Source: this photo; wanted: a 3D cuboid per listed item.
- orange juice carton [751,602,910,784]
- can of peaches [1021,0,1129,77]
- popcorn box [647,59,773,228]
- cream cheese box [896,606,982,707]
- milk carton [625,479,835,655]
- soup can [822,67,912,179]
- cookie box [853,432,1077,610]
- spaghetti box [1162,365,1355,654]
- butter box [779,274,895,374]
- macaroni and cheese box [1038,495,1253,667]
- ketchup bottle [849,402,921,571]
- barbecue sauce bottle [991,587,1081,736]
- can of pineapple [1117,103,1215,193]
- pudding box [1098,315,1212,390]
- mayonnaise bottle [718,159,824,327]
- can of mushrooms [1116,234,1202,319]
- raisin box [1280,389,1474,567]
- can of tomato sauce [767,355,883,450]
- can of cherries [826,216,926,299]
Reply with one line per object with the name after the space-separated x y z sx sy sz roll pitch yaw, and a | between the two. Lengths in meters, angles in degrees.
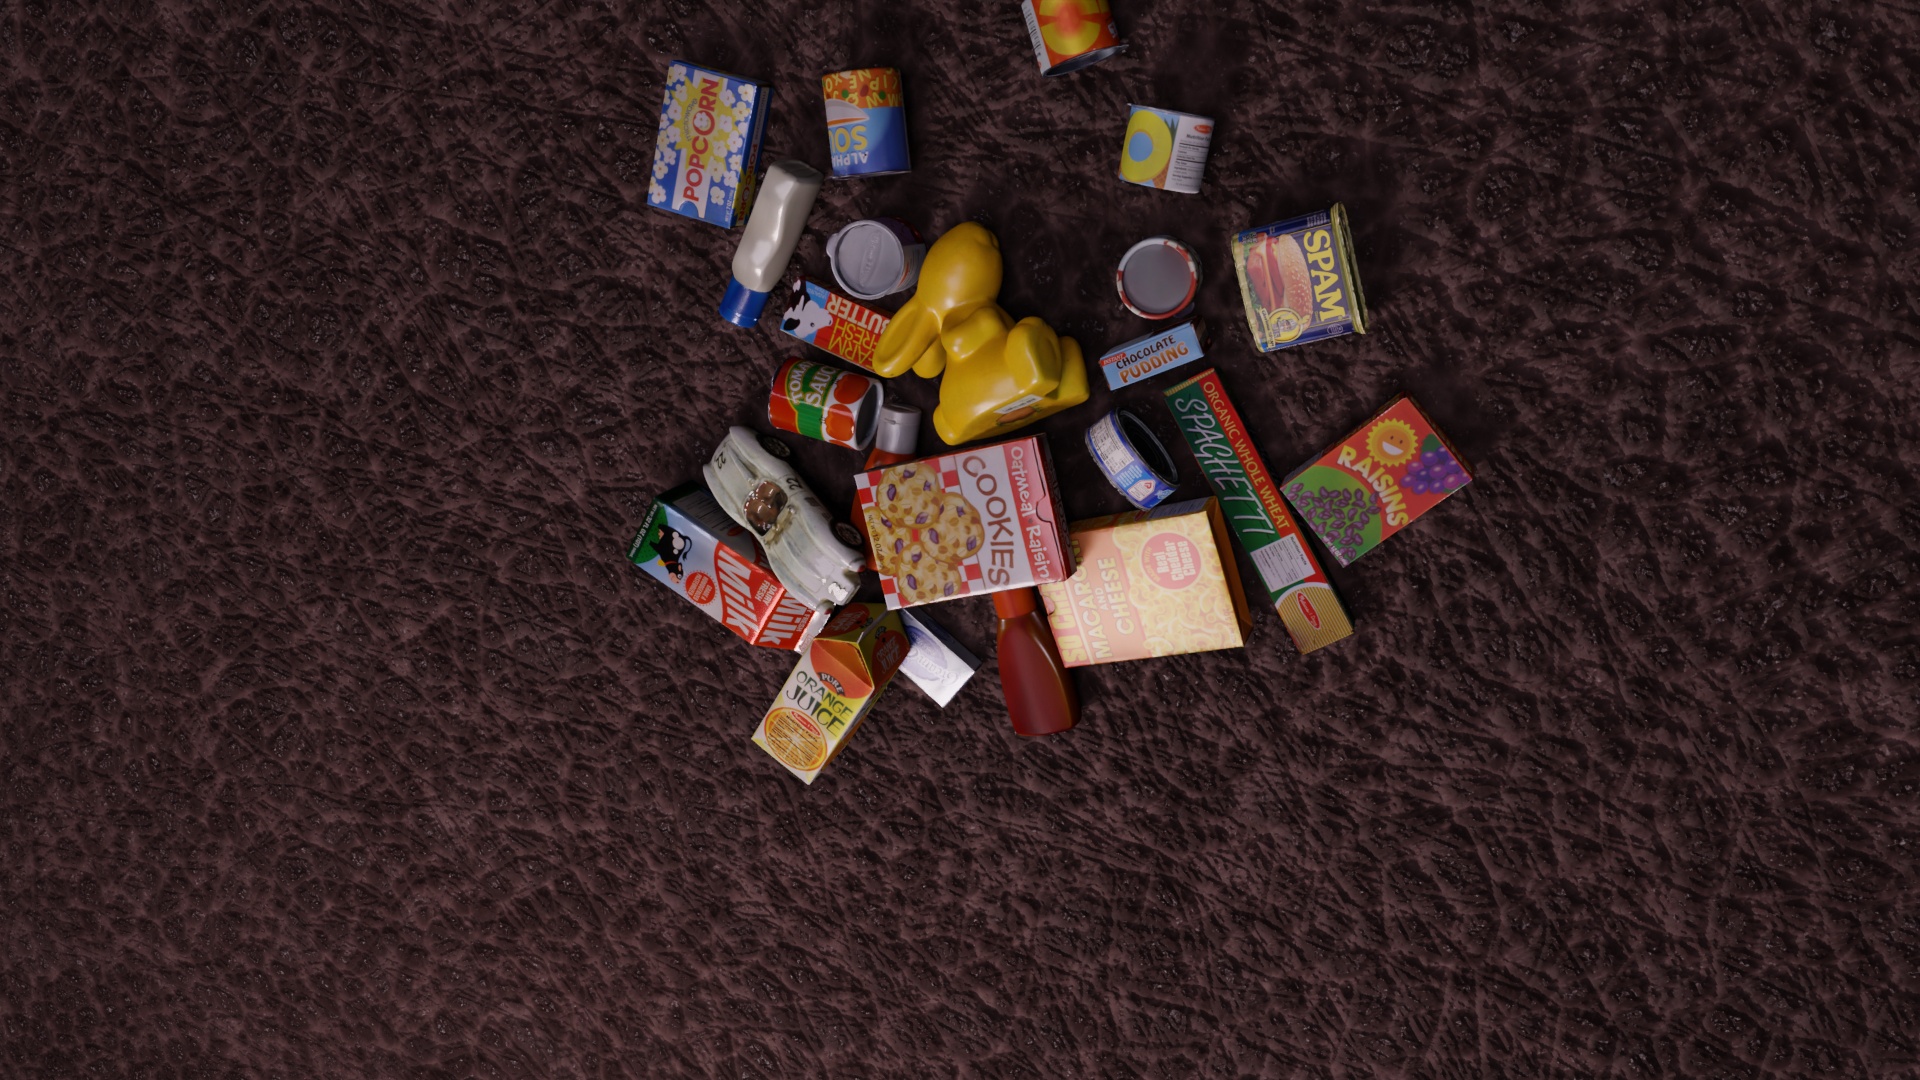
-0.112 0.129 1.271 0.073 0.072 0.191 38 125 6 | orange juice carton
0.089 -0.401 1.080 0.071 0.071 0.058 -15 99 22 | can of peaches
-0.219 -0.346 1.214 0.085 0.038 0.126 19 110 12 | popcorn box
-0.036 0.101 1.283 0.104 0.024 0.053 41 115 5 | cream cheese box
-0.206 0.030 1.295 0.191 0.074 0.072 33 113 7 | milk carton
-0.080 -0.344 1.150 0.071 0.071 0.083 -2 104 19 | soup can
0.004 -0.015 1.176 0.167 0.040 0.122 -10 98 22 | cookie box
0.248 -0.026 1.149 0.050 0.029 0.250 -27 95 23 | spaghetti box
-0.104 -0.191 1.226 0.103 0.024 0.053 25 112 11 | butter box
0.150 0.038 1.179 0.166 0.040 0.123 -10 106 28 | macaroni and cheese box
-0.063 -0.047 1.241 0.065 0.044 0.148 17 109 24 | ketchup bottle
0.061 0.099 1.239 0.065 0.044 0.148 -11 100 29 | barbecue sauce bottle
0.159 -0.306 1.083 0.071 0.071 0.057 15 110 14 | can of pineapple
0.159 -0.154 1.133 0.083 0.050 0.030 -19 100 22 | pudding box
-0.169 -0.257 1.210 0.041 0.065 0.147 32 116 7 | mayonnaise bottle
0.163 -0.211 1.125 0.071 0.033 0.070 5 106 17 | can of mushrooms
0.332 -0.049 1.109 0.123 0.040 0.086 -39 89 25 | raisin box
-0.118 -0.122 1.225 0.083 0.071 0.071 17 110 13 | can of tomato sauce
-0.071 -0.243 1.182 0.071 0.058 0.071 6 108 18 | can of cherries
